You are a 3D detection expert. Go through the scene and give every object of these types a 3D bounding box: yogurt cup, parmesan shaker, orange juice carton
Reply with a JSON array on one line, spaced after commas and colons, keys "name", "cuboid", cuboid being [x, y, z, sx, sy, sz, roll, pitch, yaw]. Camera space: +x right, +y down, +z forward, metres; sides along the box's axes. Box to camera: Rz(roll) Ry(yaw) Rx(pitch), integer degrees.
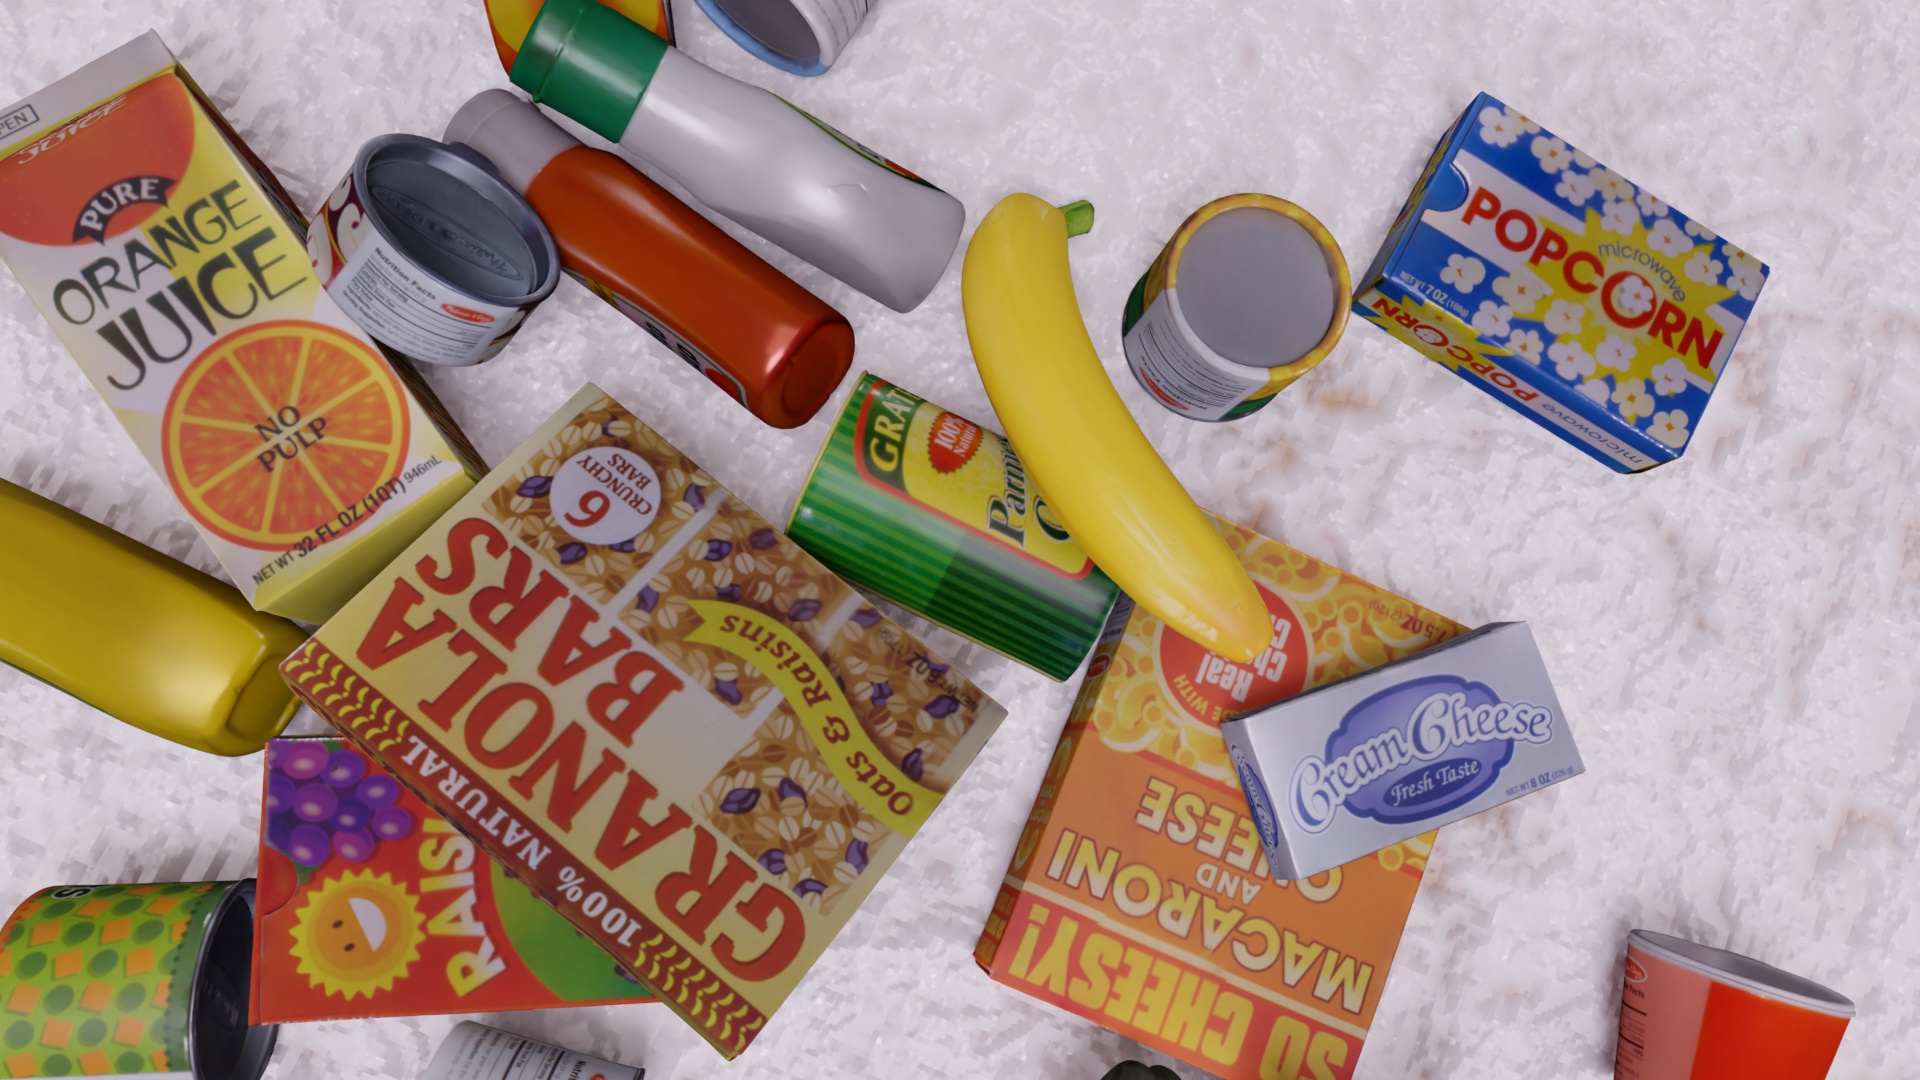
[{"name": "yogurt cup", "cuboid": [0.252, 0.166, 0.460, 0.072, 0.072, 0.054, 16, 88, -4]}, {"name": "parmesan shaker", "cuboid": [0.002, -0.006, 0.459, 0.103, 0.071, 0.071, 25, 79, -3]}, {"name": "orange juice carton", "cuboid": [-0.231, -0.071, 0.437, 0.072, 0.073, 0.193, -37, 86, -10]}]

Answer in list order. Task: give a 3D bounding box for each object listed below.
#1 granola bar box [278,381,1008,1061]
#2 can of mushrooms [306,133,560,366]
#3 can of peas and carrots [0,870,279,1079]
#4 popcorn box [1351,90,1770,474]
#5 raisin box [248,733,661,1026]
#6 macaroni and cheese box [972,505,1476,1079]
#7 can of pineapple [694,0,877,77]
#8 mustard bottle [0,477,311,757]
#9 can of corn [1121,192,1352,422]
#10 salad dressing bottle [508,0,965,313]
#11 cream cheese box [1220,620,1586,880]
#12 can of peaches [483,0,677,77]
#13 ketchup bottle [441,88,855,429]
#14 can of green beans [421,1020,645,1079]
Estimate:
[{"name": "granola bar box", "cuboid": [-0.089, 0.050, 0.412, 0.165, 0.039, 0.125, 38, 66, 6]}, {"name": "can of mushrooms", "cuboid": [-0.159, -0.089, 0.423, 0.033, 0.071, 0.071, -40, 86, 29]}, {"name": "can of peas and carrots", "cuboid": [-0.240, 0.131, 0.407, 0.059, 0.071, 0.071, 0, 81, -6]}, {"name": "popcorn box", "cuboid": [0.220, -0.093, 0.511, 0.127, 0.038, 0.085, 31, 80, -1]}, {"name": "raisin box", "cuboid": [-0.150, 0.102, 0.435, 0.123, 0.040, 0.086, -1, 82, -6]}, {"name": "macaroni and cheese box", "cuboid": [0.093, 0.087, 0.466, 0.124, 0.040, 0.167, 24, 78, -3]}, {"name": "can of pineapple", "cuboid": [-0.059, -0.206, 0.484, 0.071, 0.071, 0.058, 32, 79, -1]}, {"name": "mustard bottle", "cuboid": [-0.280, 0.014, 0.424, 0.160, 0.065, 0.049, 24, 77, 4]}, {"name": "can of corn", "cuboid": [0.096, -0.082, 0.484, 0.071, 0.058, 0.071, 1, 81, -7]}, {"name": "salad dressing bottle", "cuboid": [-0.071, -0.128, 0.456, 0.147, 0.064, 0.044, 26, 94, -21]}, {"name": "cream cheese box", "cuboid": [0.140, 0.066, 0.442, 0.104, 0.024, 0.053, -18, 82, -11]}, {"name": "can of peaches", "cuboid": [-0.130, -0.190, 0.474, 0.058, 0.071, 0.071, -8, 82, -8]}, {"name": "ketchup bottle", "cuboid": [-0.106, -0.096, 0.463, 0.149, 0.064, 0.043, 37, 90, 9]}, {"name": "can of green beans", "cuboid": [-0.132, 0.183, 0.410, 0.058, 0.071, 0.071, 17, 80, -3]}]
